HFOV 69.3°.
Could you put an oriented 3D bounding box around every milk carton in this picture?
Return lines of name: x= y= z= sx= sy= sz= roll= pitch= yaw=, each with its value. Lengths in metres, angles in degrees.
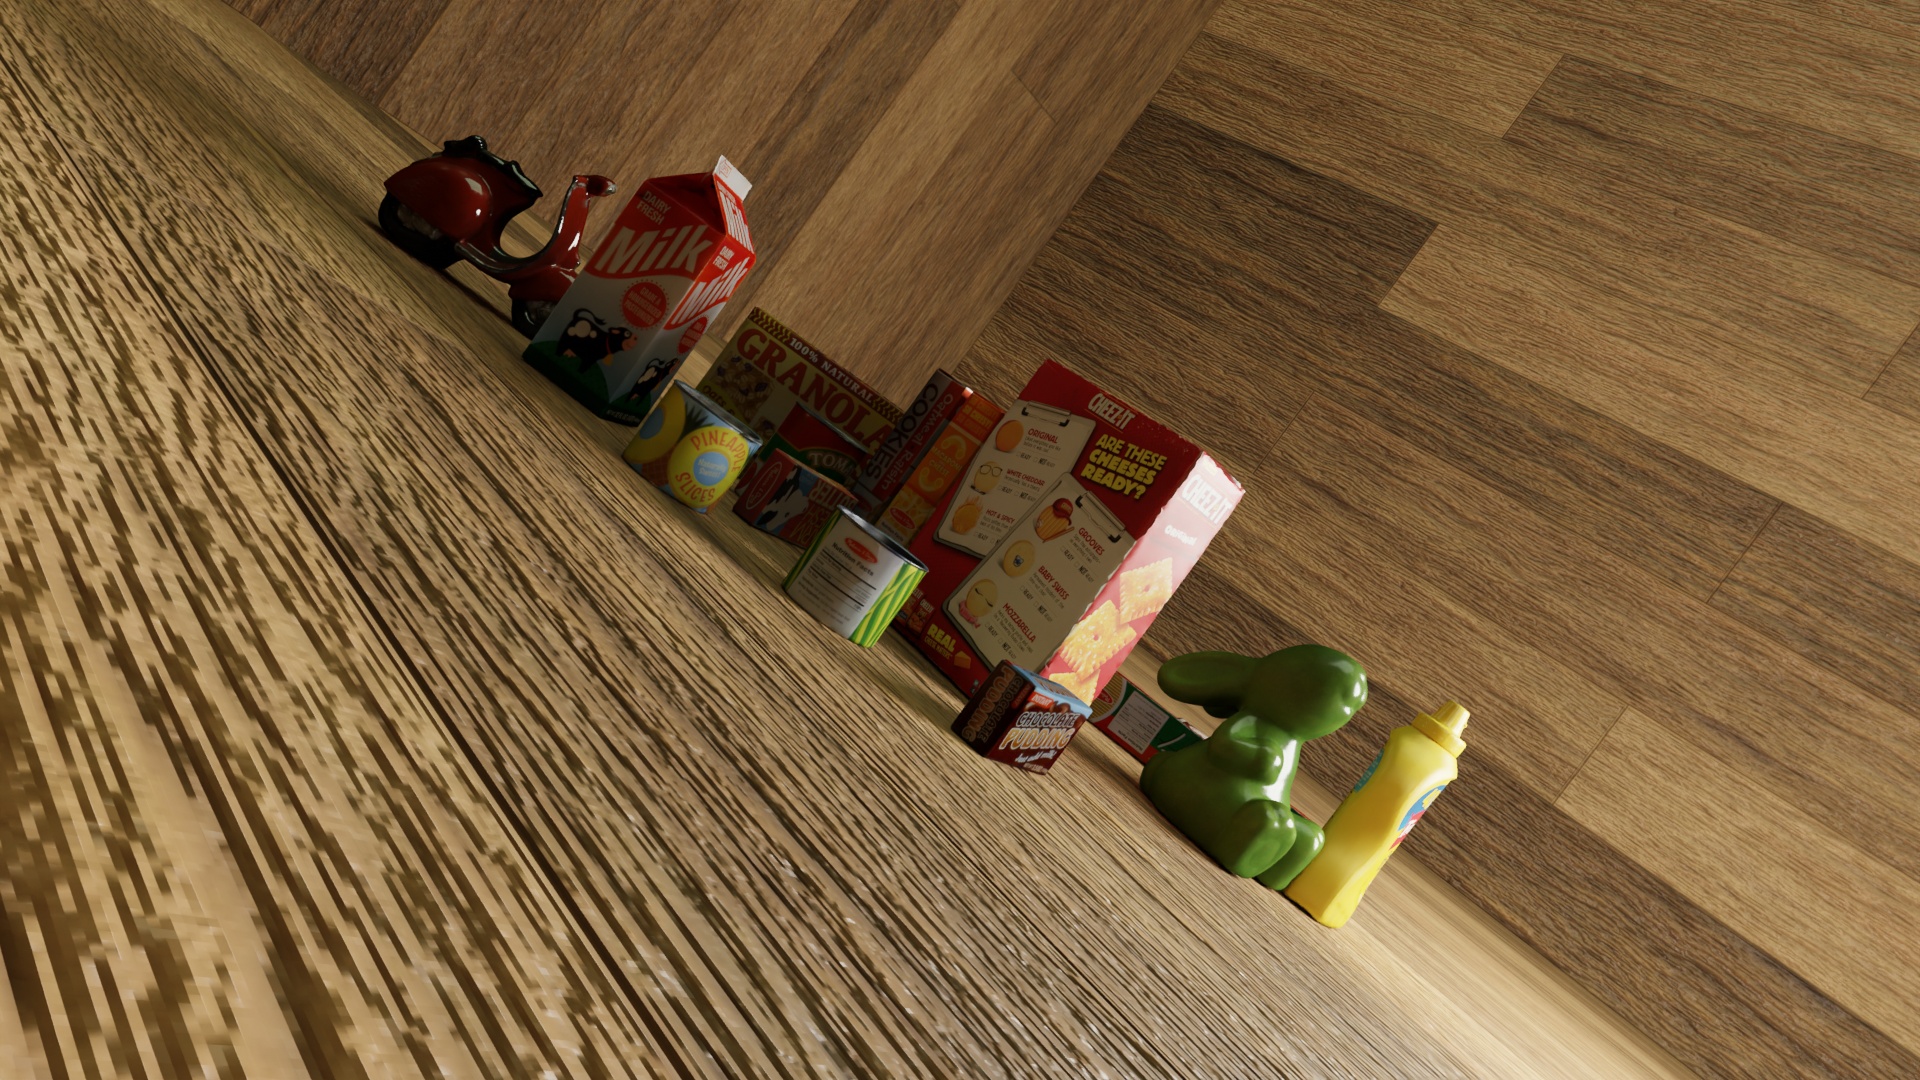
milk carton: x=-0.209 y=-0.178 z=0.962 sx=0.073 sy=0.190 sz=0.072 roll=37 pitch=2 yaw=7

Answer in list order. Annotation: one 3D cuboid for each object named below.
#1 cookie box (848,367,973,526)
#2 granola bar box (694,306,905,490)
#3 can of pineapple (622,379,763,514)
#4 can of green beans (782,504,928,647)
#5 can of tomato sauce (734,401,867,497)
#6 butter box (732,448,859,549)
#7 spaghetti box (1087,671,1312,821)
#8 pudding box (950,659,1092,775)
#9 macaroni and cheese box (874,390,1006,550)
cookie box: x=-0.023 y=-0.036 z=1.079 sx=0.040 sy=0.167 sz=0.123 roll=38 pitch=3 yaw=39
granola bar box: x=-0.135 y=-0.095 z=1.147 sx=0.165 sy=0.124 sz=0.039 roll=36 pitch=2 yaw=4
can of pineapple: x=-0.165 y=-0.057 z=0.858 sx=0.071 sy=0.058 sz=0.071 roll=36 pitch=3 yaw=-2
can of green beans: x=-0.062 y=0.021 z=0.813 sx=0.071 sy=0.058 sz=0.071 roll=36 pitch=3 yaw=-2
can of tomato sauce: x=-0.120 y=-0.052 z=1.053 sx=0.071 sy=0.083 sz=0.071 roll=36 pitch=3 yaw=-2
butter box: x=-0.115 y=-0.026 z=0.986 sx=0.024 sy=0.053 sz=0.103 roll=37 pitch=3 yaw=25
spaghetti box: x=0.190 y=0.186 z=1.187 sx=0.250 sy=0.050 sz=0.028 roll=37 pitch=3 yaw=22
pudding box: x=0.036 y=0.100 z=0.778 sx=0.030 sy=0.049 sz=0.083 roll=38 pitch=3 yaw=31
macaroni and cheese box: x=0.004 y=-0.013 z=1.045 sx=0.040 sy=0.166 sz=0.123 roll=38 pitch=3 yaw=38
